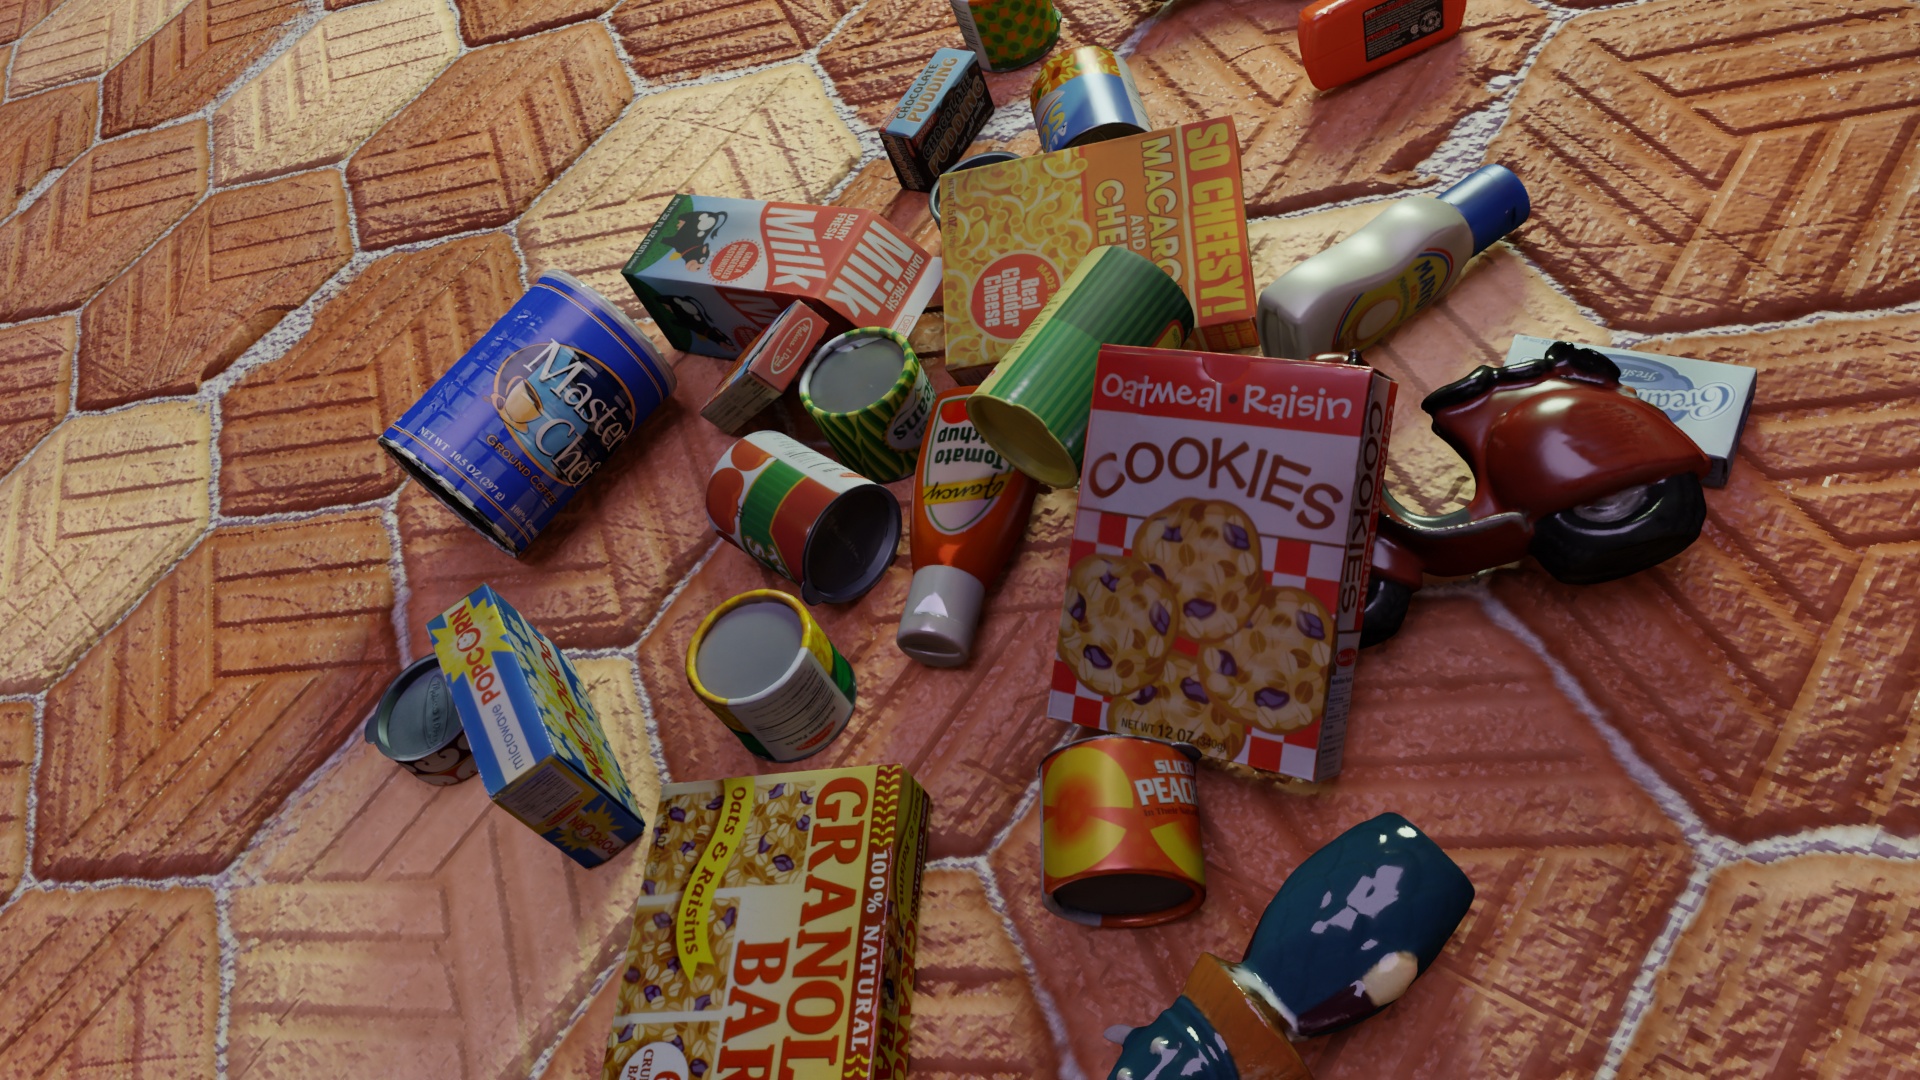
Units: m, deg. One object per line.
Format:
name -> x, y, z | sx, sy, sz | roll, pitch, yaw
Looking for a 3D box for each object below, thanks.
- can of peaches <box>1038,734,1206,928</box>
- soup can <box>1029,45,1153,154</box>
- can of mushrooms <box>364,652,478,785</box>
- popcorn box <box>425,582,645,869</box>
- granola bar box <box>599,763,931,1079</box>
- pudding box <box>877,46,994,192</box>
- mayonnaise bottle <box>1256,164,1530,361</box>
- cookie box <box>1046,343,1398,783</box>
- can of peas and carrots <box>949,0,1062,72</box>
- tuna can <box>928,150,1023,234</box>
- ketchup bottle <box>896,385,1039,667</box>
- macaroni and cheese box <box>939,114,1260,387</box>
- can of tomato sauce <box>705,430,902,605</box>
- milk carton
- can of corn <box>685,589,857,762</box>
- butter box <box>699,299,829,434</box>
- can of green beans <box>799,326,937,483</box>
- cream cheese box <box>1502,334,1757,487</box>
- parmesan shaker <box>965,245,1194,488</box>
can of peaches -> 0.067, 0.119, 0.564 | 0.071, 0.071, 0.058 | -10, 53, 16
soup can -> 0.077, -0.244, 0.830 | 0.071, 0.071, 0.084 | -18, 50, 10
can of mushrooms -> -0.280, 0.096, 0.747 | 0.071, 0.033, 0.071 | -11, 53, 15
popcorn box -> -0.210, 0.091, 0.688 | 0.038, 0.085, 0.127 | -35, 50, -4
granola bar box -> -0.082, 0.183, 0.597 | 0.124, 0.039, 0.166 | -8, 53, 18
pudding box -> -0.015, -0.274, 0.901 | 0.030, 0.049, 0.084 | 18, 64, 31
mayonnaise bottle -> 0.218, -0.137, 0.697 | 0.148, 0.064, 0.041 | -34, 53, -9
cookie box -> 0.109, 0.006, 0.591 | 0.123, 0.040, 0.167 | 9, 93, 32
can of peas and carrots -> 0.031, -0.364, 0.944 | 0.071, 0.058, 0.071 | -11, 53, 15
tuna can -> 0.019, -0.203, 0.845 | 0.071, 0.032, 0.071 | -11, 52, 15
ketchup bottle -> 0.003, -0.009, 0.702 | 0.065, 0.043, 0.149 | 4, 57, 17
macaroni and cheese box -> 0.074, -0.155, 0.762 | 0.166, 0.040, 0.124 | -7, 72, 17
can of tomato sauce -> -0.084, -0.012, 0.725 | 0.083, 0.071, 0.071 | 28, 70, 36
milk carton -> -0.100, -0.152, 0.830 | 0.190, 0.073, 0.072 | 12, 61, 29
can of corn -> -0.093, 0.064, 0.677 | 0.071, 0.058, 0.071 | -11, 52, 15
butter box -> -0.113, -0.097, 0.790 | 0.053, 0.024, 0.103 | -59, 17, -21
can of green beans -> -0.047, -0.074, 0.761 | 0.071, 0.057, 0.071 | -11, 52, 15
cream cheese box -> 0.297, -0.060, 0.630 | 0.104, 0.024, 0.053 | 15, 64, 31
parmesan shaker -> 0.060, -0.085, 0.673 | 0.071, 0.071, 0.103 | 27, 71, 35
